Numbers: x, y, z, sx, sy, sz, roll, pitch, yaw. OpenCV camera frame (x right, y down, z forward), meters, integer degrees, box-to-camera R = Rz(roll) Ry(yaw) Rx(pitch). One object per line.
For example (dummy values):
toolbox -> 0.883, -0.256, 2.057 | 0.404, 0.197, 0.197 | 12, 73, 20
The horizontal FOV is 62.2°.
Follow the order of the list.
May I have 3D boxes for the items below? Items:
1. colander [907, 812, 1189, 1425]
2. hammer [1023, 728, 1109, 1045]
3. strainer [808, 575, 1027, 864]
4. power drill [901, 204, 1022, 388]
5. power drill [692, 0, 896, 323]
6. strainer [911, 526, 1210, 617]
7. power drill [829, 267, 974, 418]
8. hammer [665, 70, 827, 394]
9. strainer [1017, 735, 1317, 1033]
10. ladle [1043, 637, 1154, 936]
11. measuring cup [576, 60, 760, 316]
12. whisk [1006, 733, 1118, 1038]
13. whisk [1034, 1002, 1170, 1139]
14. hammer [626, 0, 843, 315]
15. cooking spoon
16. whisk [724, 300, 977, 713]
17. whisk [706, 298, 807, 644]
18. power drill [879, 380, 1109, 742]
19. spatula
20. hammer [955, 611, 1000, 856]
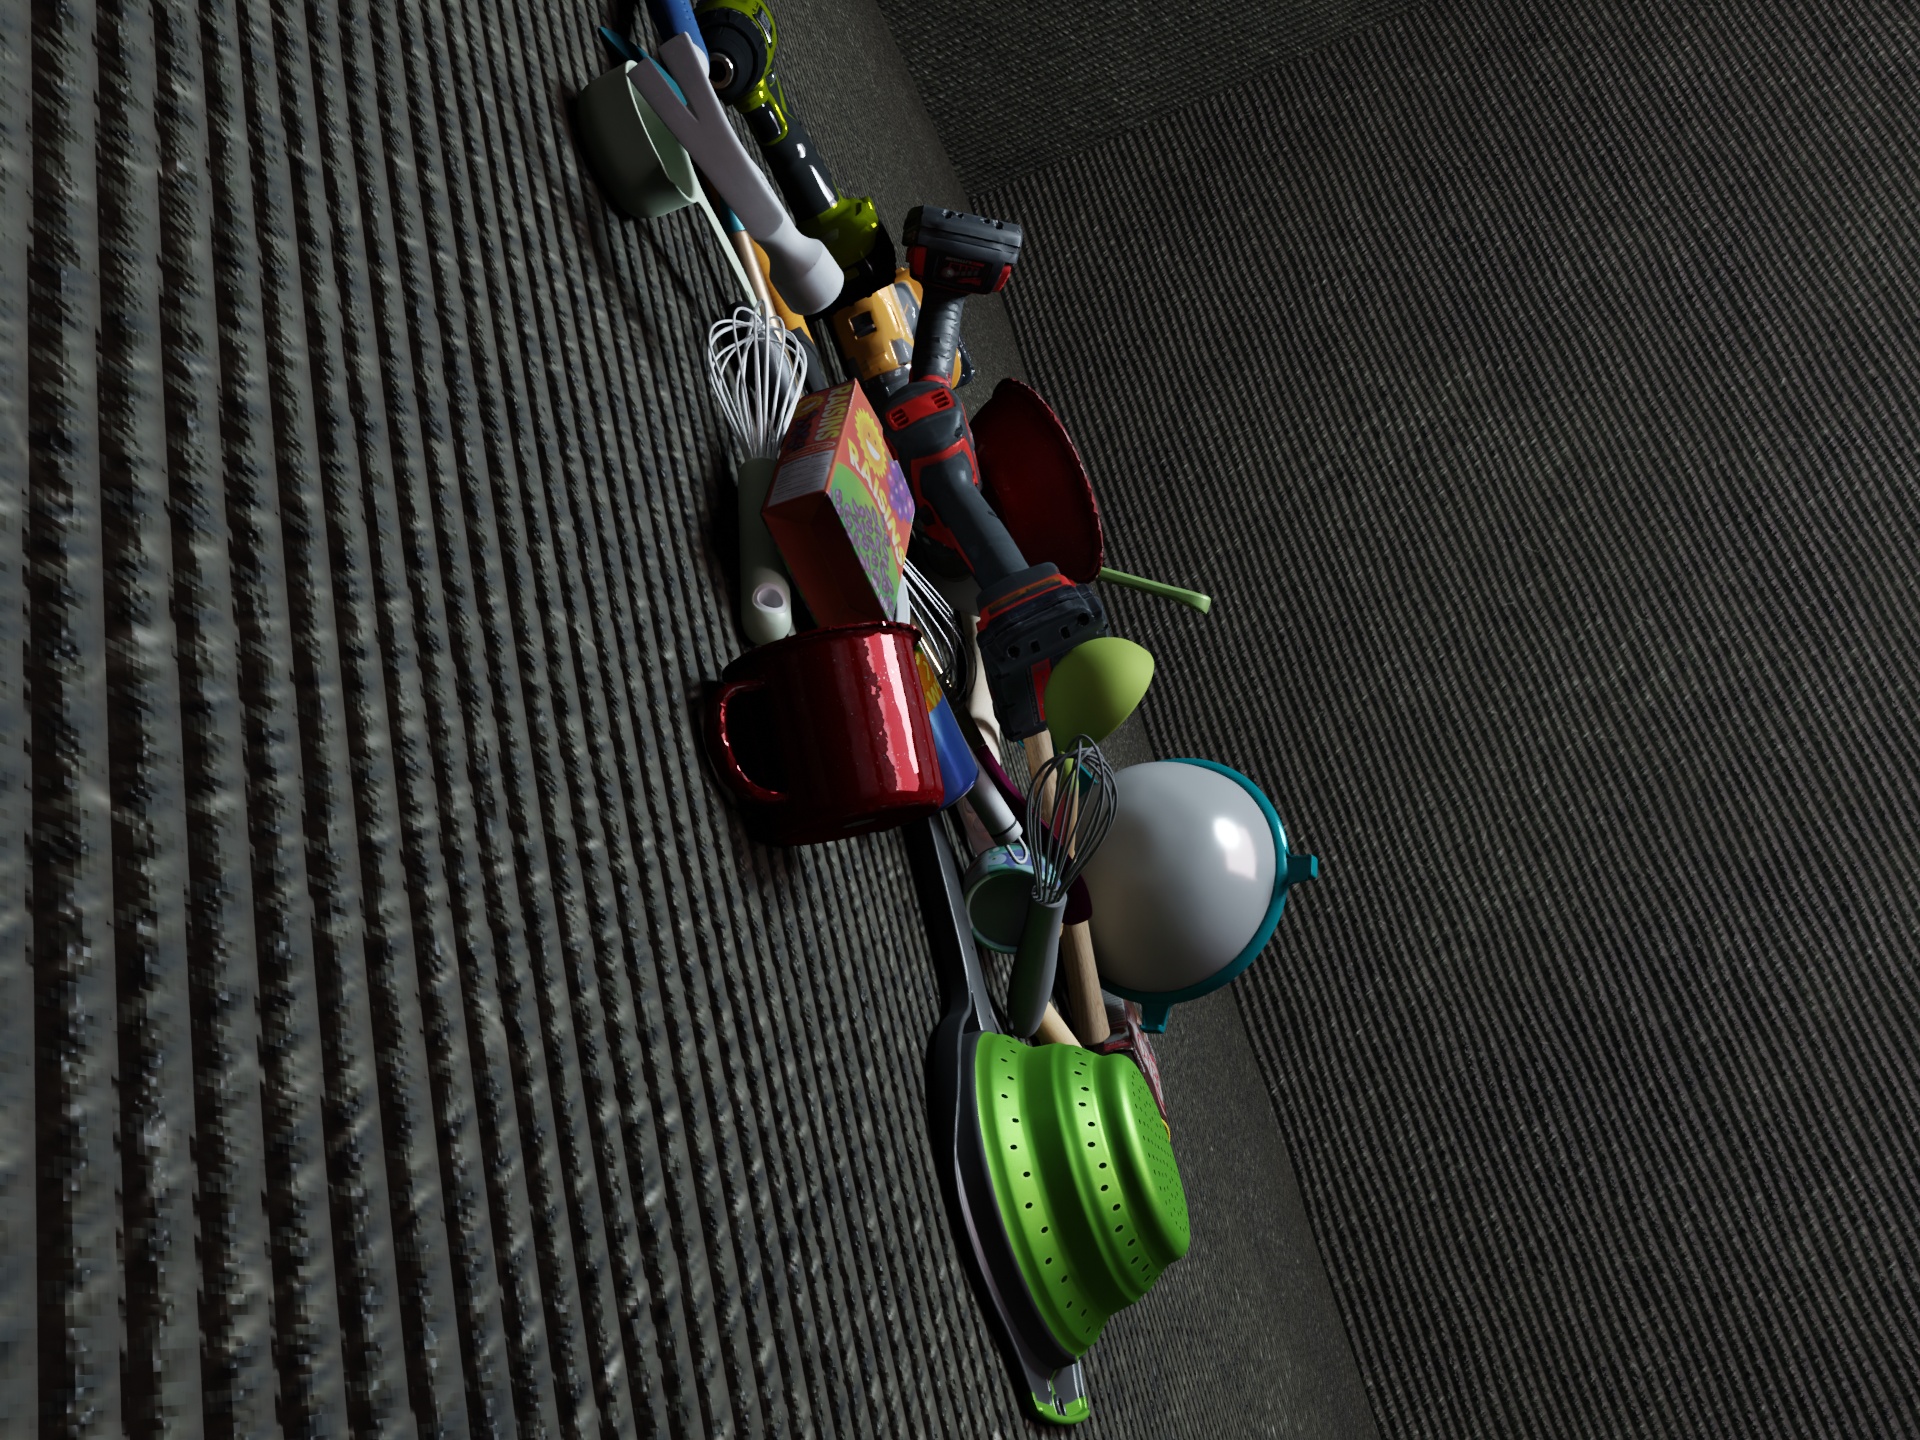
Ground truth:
colander -> 0.046, 0.175, 0.894 | 0.204, 0.094, 0.397 | 51, 21, -60
hammer -> 0.073, 0.092, 1.207 | 0.130, 0.031, 0.331 | -88, 167, -76
strainer -> -0.029, -0.016, 0.940 | 0.258, 0.050, 0.087 | 58, 39, -16
power drill -> -0.018, -0.273, 1.214 | 0.143, 0.078, 0.219 | -115, -144, -72
power drill -> -0.132, -0.417, 1.169 | 0.191, 0.080, 0.228 | -96, 160, -58
strainer -> 0.072, -0.104, 1.299 | 0.151, 0.256, 0.069 | 26, 82, -76
power drill -> -0.049, -0.320, 1.410 | 0.226, 0.084, 0.185 | -49, 119, -74
hammer -> -0.118, -0.278, 1.084 | 0.127, 0.034, 0.336 | -78, 146, -70
strainer -> 0.116, 0.078, 1.320 | 0.341, 0.211, 0.095 | 48, 8, 37
ladle -> 0.081, 0.062, 1.056 | 0.319, 0.062, 0.078 | 91, 20, -51
measuring cup -> -0.158, -0.279, 0.873 | 0.167, 0.038, 0.083 | 60, 14, -52
whisk -> 0.056, 0.110, 0.971 | 0.055, 0.055, 0.238 | -96, -168, -54
whisk -> 0.098, 0.264, 1.152 | 0.051, 0.047, 0.244 | -97, 160, -48
hammer -> -0.155, -0.381, 0.914 | 0.143, 0.035, 0.406 | 51, 11, -43
cooking spoon -> -0.002, -0.003, 1.052 | 0.319, 0.017, 0.069 | 59, -33, 0
whisk -> -0.074, -0.126, 0.979 | 0.284, 0.070, 0.070 | 63, 11, -8
whisk -> -0.107, -0.137, 0.850 | 0.059, 0.057, 0.247 | 119, -28, -47
power drill -> 0.018, -0.098, 1.078 | 0.187, 0.080, 0.227 | 75, -12, -60
spatula -> -0.142, -0.275, 0.995 | 0.082, 0.044, 0.317 | -63, 136, -75
hammer -> 0.021, -0.008, 1.286 | 0.411, 0.038, 0.146 | -88, 157, -66
